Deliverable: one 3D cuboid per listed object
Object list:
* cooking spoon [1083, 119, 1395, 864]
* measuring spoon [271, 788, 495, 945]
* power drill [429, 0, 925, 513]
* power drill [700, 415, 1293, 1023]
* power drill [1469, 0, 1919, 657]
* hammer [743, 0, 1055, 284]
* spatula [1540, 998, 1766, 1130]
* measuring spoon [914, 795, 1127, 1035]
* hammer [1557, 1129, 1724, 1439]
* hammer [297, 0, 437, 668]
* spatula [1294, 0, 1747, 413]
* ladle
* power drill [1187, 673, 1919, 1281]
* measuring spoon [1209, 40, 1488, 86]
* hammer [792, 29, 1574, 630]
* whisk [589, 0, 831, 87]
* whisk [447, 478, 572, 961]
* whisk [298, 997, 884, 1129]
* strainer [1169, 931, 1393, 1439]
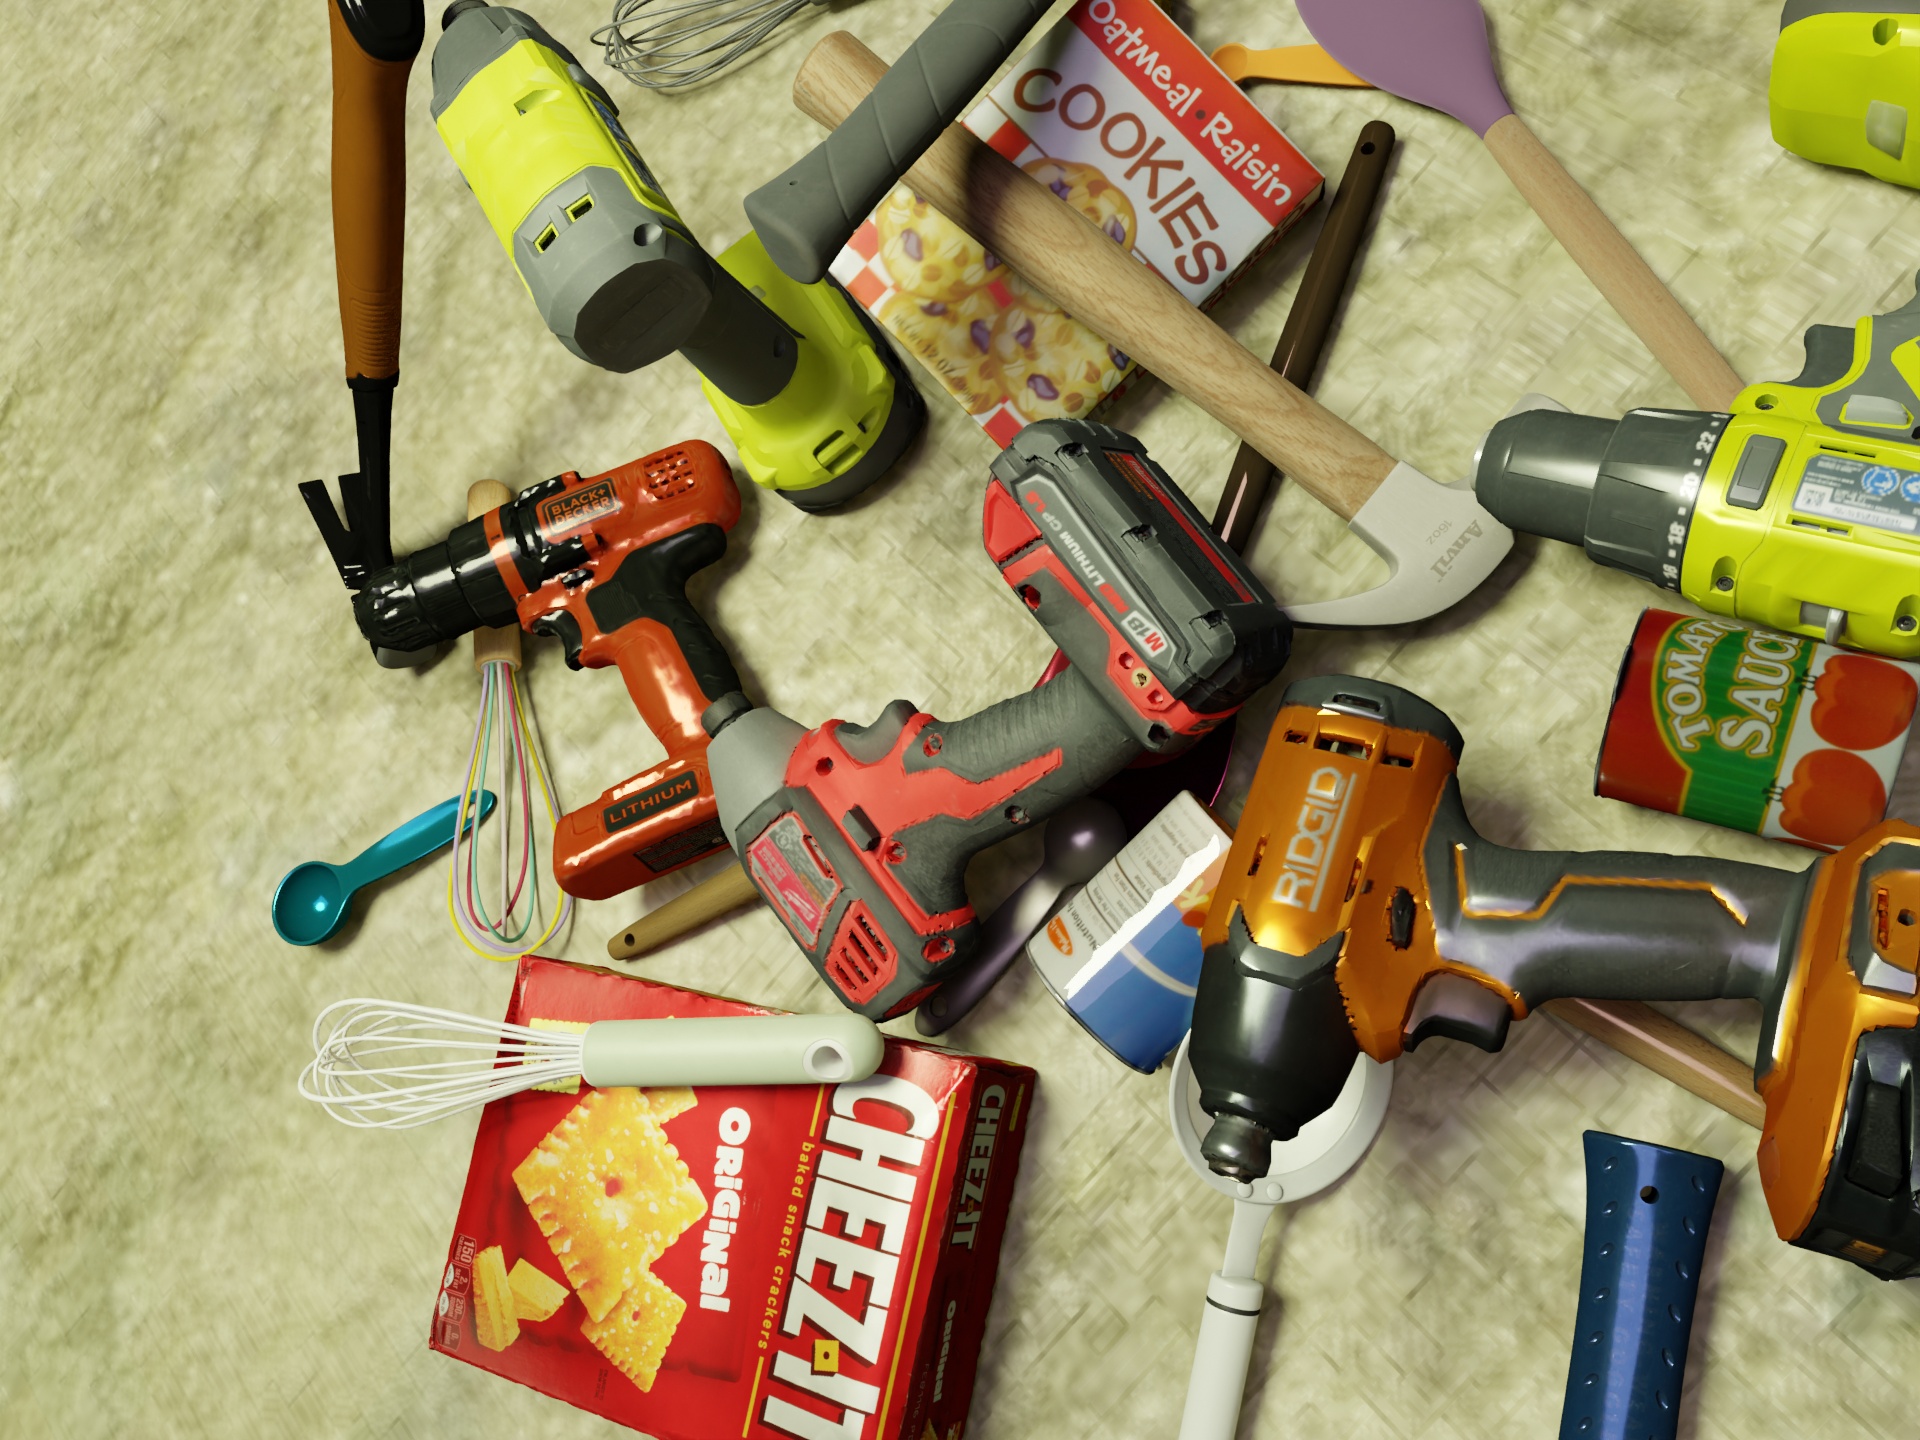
[{"bbox_3d":[0.114,-0.092,0.634,0.069,0.017,0.319,19,86,28],"label":"cooking spoon"},{"bbox_3d":[-0.278,0.070,0.778,0.128,0.021,0.042,-30,66,5],"label":"measuring spoon"},{"bbox_3d":[-0.114,-0.185,0.646,0.080,0.223,0.171,-37,65,12],"label":"power drill"},{"bbox_3d":[-0.001,-0.002,0.587,0.219,0.078,0.143,-44,76,24],"label":"power drill"},{"bbox_3d":[0.291,-0.135,0.515,0.191,0.080,0.228,20,79,31],"label":"power drill"},{"bbox_3d":[0.050,-0.308,0.617,0.149,0.036,0.409,21,63,32],"label":"hammer"},{"bbox_3d":[0.240,0.107,0.513,0.318,0.044,0.082,31,77,29],"label":"spatula"},{"bbox_3d":[0.019,0.080,0.629,0.034,0.018,0.124,46,105,25],"label":"measuring spoon"},{"bbox_3d":[0.189,0.334,0.484,0.144,0.035,0.405,8,81,26],"label":"hammer"},{"bbox_3d":[-0.259,-0.173,0.696,0.127,0.034,0.336,57,146,26],"label":"hammer"},{"bbox_3d":[0.220,-0.208,0.611,0.060,0.018,0.316,-32,68,9],"label":"spatula"},{"bbox_3d":[-0.026,0.035,0.653,0.315,0.031,0.069,-28,76,22],"label":"ladle"},{"bbox_3d":[0.183,0.085,0.476,0.226,0.084,0.164,14,68,23],"label":"power drill"},{"bbox_3d":[0.160,-0.272,0.665,0.117,0.011,0.021,10,81,23],"label":"measuring spoon"},{"bbox_3d":[0.066,-0.155,0.610,0.331,0.031,0.130,40,93,9],"label":"hammer"},{"bbox_3d":[-0.073,-0.361,0.773,0.239,0.055,0.055,-11,73,18],"label":"whisk"},{"bbox_3d":[-0.222,-0.006,0.755,0.047,0.051,0.245,-20,67,25],"label":"whisk"},{"bbox_3d":[-0.145,0.127,0.606,0.246,0.059,0.057,-5,107,17],"label":"whisk"},{"bbox_3d":[0.096,0.192,0.560,0.086,0.050,0.258,13,87,-17],"label":"strainer"}]
